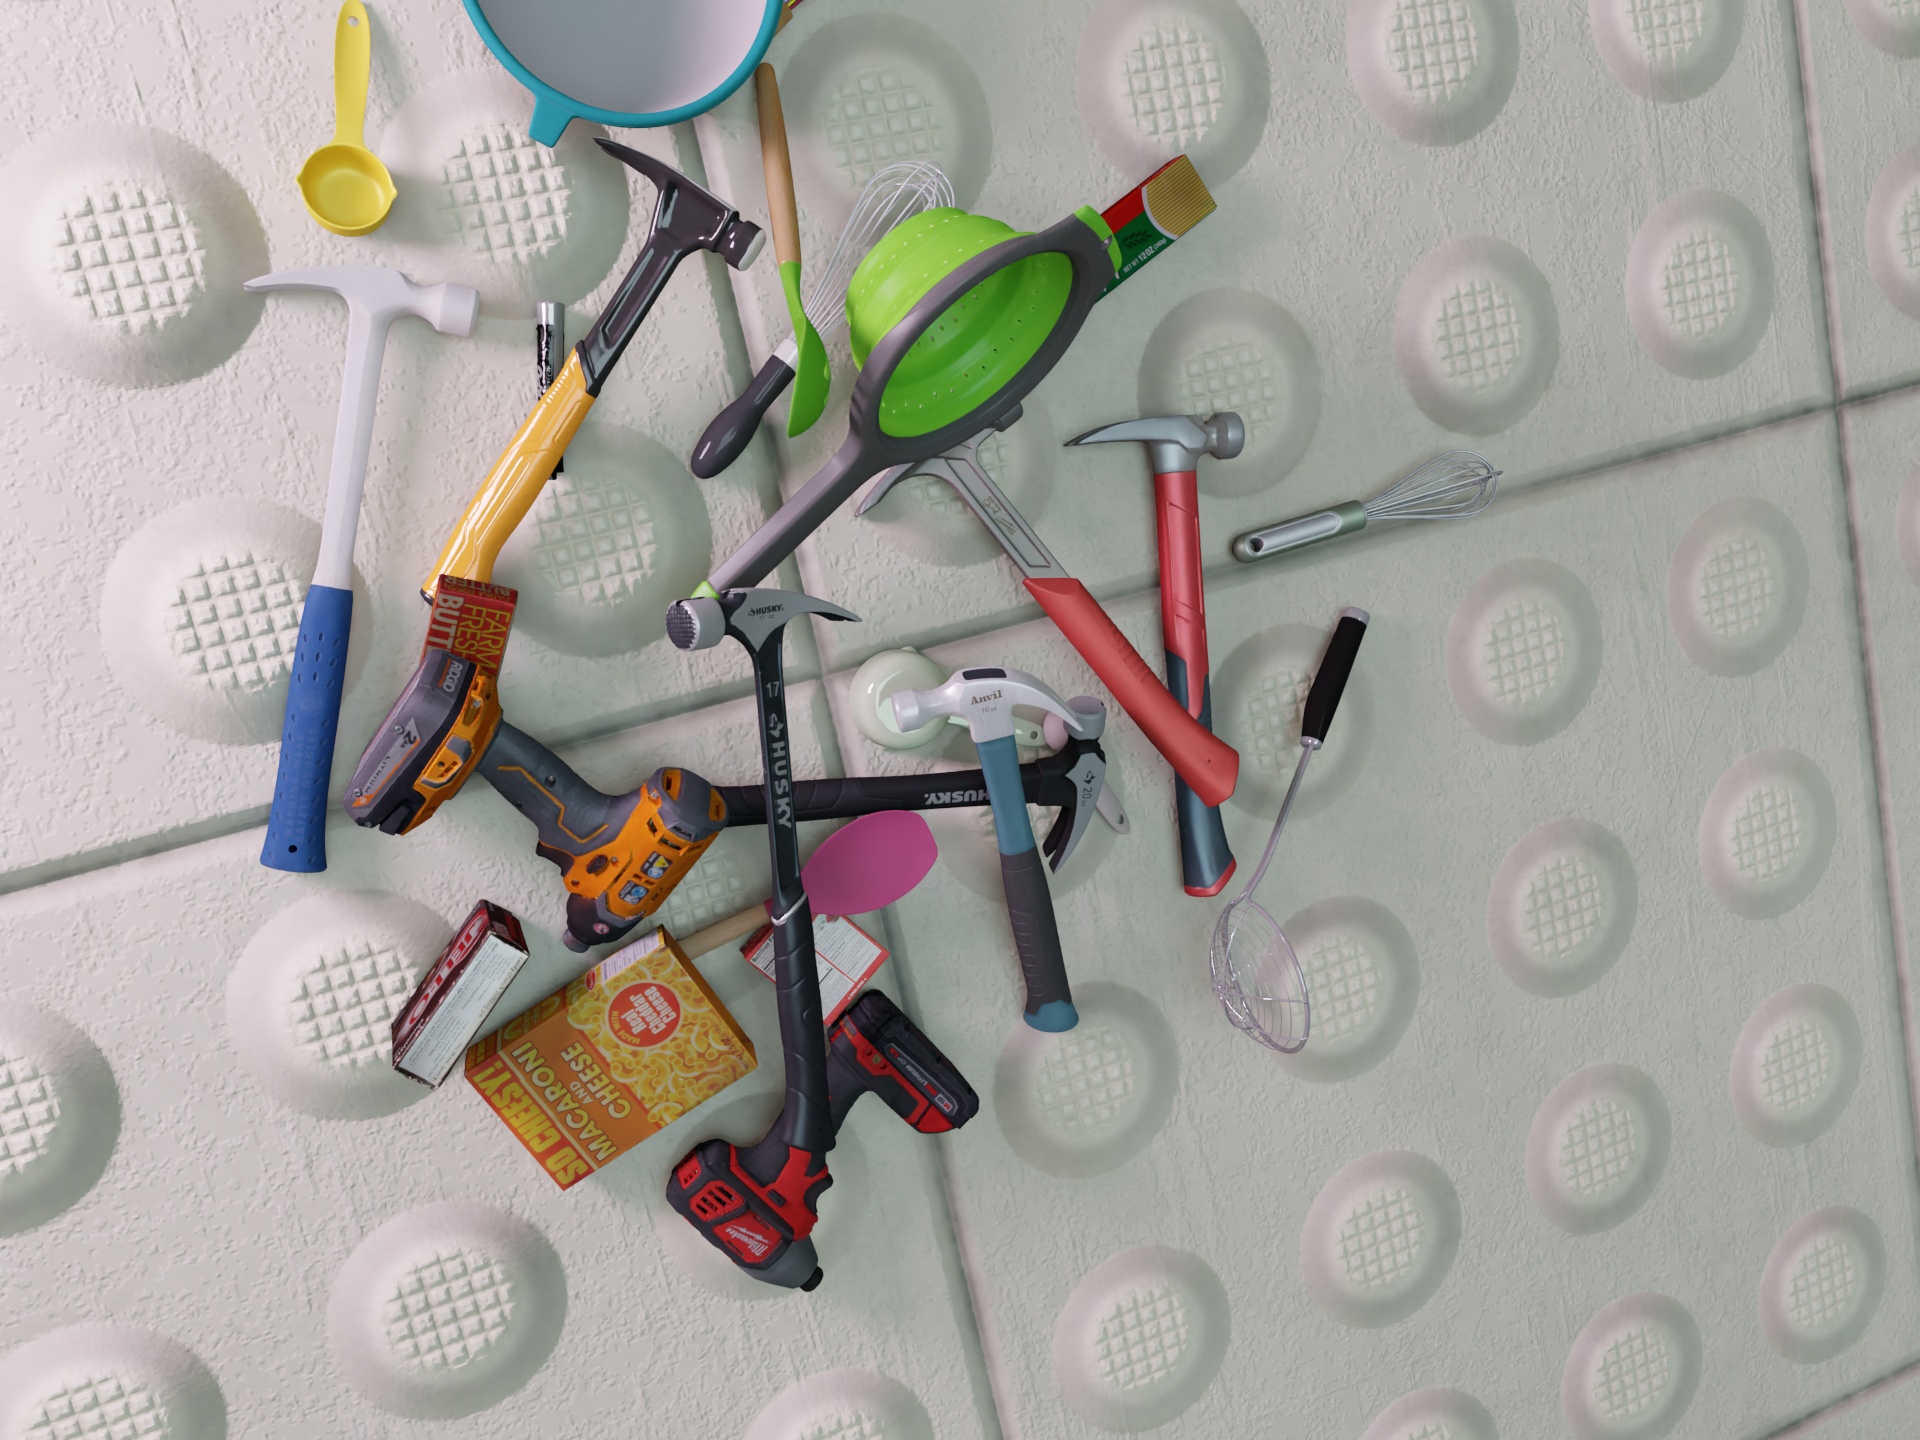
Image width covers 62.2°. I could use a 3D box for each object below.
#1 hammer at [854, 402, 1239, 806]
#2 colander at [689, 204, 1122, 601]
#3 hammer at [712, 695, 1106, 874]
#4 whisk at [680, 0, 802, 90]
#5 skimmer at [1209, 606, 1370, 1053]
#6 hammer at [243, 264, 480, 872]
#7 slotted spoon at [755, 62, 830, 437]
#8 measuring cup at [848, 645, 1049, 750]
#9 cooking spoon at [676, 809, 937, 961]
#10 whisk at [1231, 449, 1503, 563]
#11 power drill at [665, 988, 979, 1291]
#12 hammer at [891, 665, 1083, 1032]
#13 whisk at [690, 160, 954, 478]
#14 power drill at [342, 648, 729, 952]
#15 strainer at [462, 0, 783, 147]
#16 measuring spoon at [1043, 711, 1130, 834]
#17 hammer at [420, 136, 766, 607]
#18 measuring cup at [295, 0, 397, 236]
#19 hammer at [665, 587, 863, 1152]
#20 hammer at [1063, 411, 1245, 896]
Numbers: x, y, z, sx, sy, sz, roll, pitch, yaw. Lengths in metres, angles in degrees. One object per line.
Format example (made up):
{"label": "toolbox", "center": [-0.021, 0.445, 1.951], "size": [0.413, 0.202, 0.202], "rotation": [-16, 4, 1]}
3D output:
{"label": "hammer", "center": [0.084, -0.072, 1.210], "size": [0.149, 0.037, 0.359], "rotation": [-40, 99, -7]}
{"label": "colander", "center": [-0.071, -0.225, 1.099], "size": [0.397, 0.204, 0.094], "rotation": [-42, 75, 10]}
{"label": "hammer", "center": [-0.057, 0.060, 1.191], "size": [0.334, 0.035, 0.146], "rotation": [-4, 124, -12]}
{"label": "whisk", "center": [-0.113, -0.519, 1.120], "size": [0.047, 0.051, 0.245], "rotation": [42, 86, 6]}
{"label": "skimmer", "center": [0.290, 0.086, 1.302], "size": [0.090, 0.127, 0.363], "rotation": [25, 79, -12]}
{"label": "hammer", "center": [-0.424, -0.101, 1.061], "size": [0.144, 0.035, 0.405], "rotation": [8, 94, -20]}
{"label": "slotted spoon", "center": [-0.116, -0.323, 1.062], "size": [0.031, 0.070, 0.314], "rotation": [-4, 64, -11]}
{"label": "measuring cup", "center": [-0.002, -0.004, 1.216], "size": [0.167, 0.038, 0.083], "rotation": [15, 92, -18]}
{"label": "cooking spoon", "center": [-0.165, 0.151, 1.167], "size": [0.319, 0.017, 0.068], "rotation": [-25, 101, -6]}
{"label": "whisk", "center": [0.336, -0.172, 1.310], "size": [0.246, 0.059, 0.058], "rotation": [-17, 90, -12]}
{"label": "power drill", "center": [-0.099, 0.325, 1.205], "size": [0.219, 0.078, 0.143], "rotation": [-43, 107, -6]}
{"label": "hammer", "center": [0.044, 0.106, 1.197], "size": [0.128, 0.033, 0.330], "rotation": [-15, 120, -4]}
{"label": "whisk", "center": [-0.102, -0.287, 1.144], "size": [0.070, 0.070, 0.284], "rotation": [38, 89, -19]}
{"label": "power drill", "center": [-0.296, 0.068, 1.090], "size": [0.226, 0.084, 0.164], "rotation": [31, 114, -22]}
{"label": "strainer", "center": [-0.172, -0.516, 1.067], "size": [0.340, 0.095, 0.211], "rotation": [-23, 104, -16]}
{"label": "measuring spoon", "center": [0.107, 0.042, 1.266], "size": [0.034, 0.018, 0.124], "rotation": [-45, 111, -31]}
{"label": "hammer", "center": [-0.272, -0.221, 1.074], "size": [0.127, 0.034, 0.337], "rotation": [33, 95, -4]}
{"label": "measuring cup", "center": [-0.401, -0.394, 1.045], "size": [0.062, 0.029, 0.156], "rotation": [2, 84, -19]}
{"label": "hammer", "center": [-0.118, 0.109, 1.109], "size": [0.149, 0.036, 0.409], "rotation": [-15, 105, -45]}
{"label": "hammer", "center": [0.167, -0.047, 1.270], "size": [0.143, 0.038, 0.386], "rotation": [-8, 99, -17]}
